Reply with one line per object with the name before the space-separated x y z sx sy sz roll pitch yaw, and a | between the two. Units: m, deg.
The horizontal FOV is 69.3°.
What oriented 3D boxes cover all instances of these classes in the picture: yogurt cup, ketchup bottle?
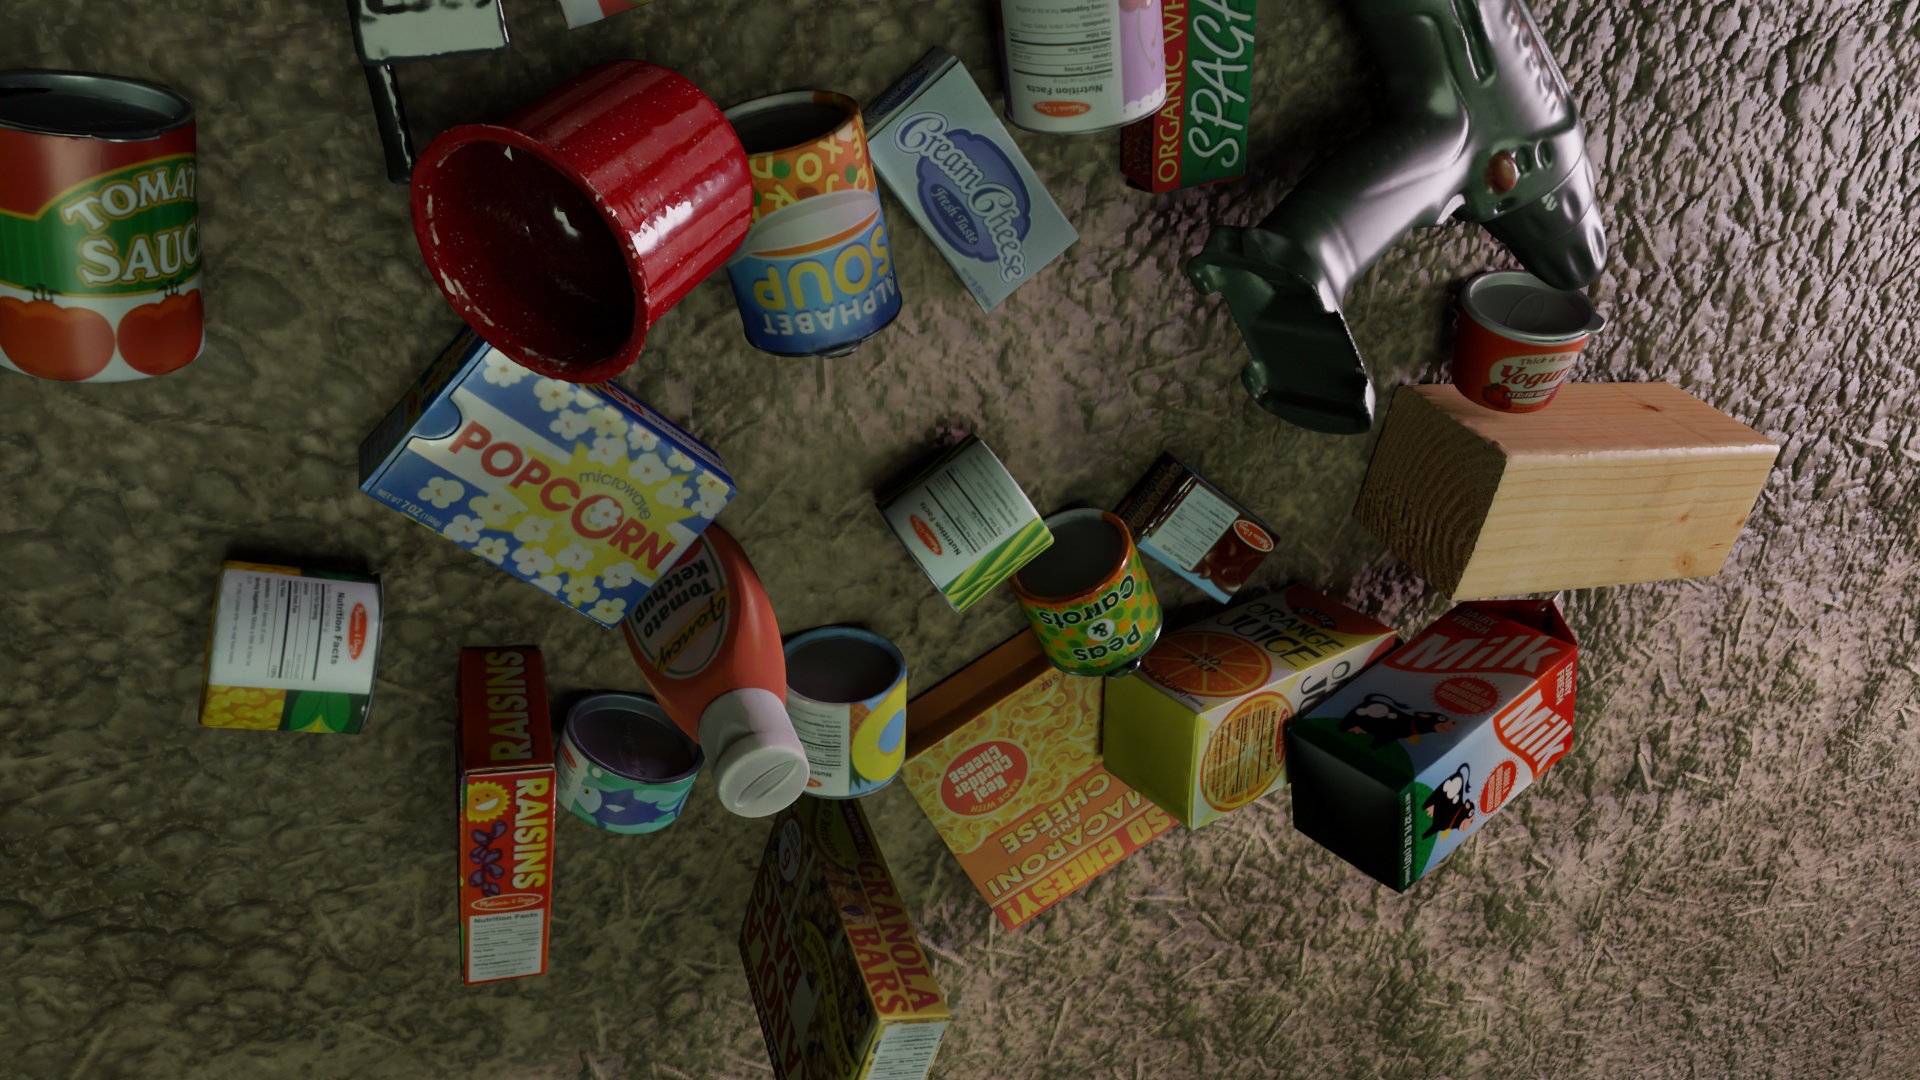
yogurt cup | 0.294 -0.104 0.736 0.072 0.072 0.053 -15 134 -17
ketchup bottle | -0.102 0.054 0.588 0.065 0.149 0.043 -38 131 1

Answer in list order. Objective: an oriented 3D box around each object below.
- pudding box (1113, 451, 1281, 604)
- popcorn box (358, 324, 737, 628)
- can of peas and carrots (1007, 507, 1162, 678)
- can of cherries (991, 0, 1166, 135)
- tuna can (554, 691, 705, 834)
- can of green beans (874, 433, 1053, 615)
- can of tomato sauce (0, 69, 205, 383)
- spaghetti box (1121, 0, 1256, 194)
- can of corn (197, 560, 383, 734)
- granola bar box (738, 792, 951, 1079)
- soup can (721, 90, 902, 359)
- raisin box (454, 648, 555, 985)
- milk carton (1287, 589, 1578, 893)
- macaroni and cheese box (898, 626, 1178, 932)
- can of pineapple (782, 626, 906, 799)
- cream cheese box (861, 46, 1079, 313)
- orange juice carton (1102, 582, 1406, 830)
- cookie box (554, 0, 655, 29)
pudding box | 0.125 -0.005 0.738 0.083 0.030 0.049 30 103 -37
popcorn box | -0.167 -0.028 0.574 0.085 0.038 0.126 -46 129 9
can of peas and carrots | 0.063 0.027 0.703 0.071 0.071 0.058 -31 129 -4
can of cherries | 0.047 -0.201 0.550 0.071 0.072 0.058 -20 127 -13
tuna can | -0.154 0.104 0.649 0.071 0.071 0.032 11 117 -31
can of green beans | 0.002 -0.008 0.652 0.058 0.071 0.071 -37 129 0
can of tomato sauce | -0.282 -0.101 0.450 0.071 0.071 0.082 -1 122 -25
spaghetti box | 0.094 -0.262 0.554 0.050 0.029 0.248 -16 126 -17
can of corn | -0.268 0.044 0.556 0.058 0.071 0.071 8 117 -29
granola bar box | -0.066 0.223 0.707 0.039 0.166 0.123 6 118 -26
soup can | -0.062 -0.123 0.542 0.071 0.071 0.083 -21 128 -12
raisin box | -0.206 0.122 0.623 0.040 0.086 0.122 0 121 -21
milk carton | 0.268 0.097 0.748 0.191 0.073 0.072 -28 125 -27
macaroni and cheese box | 0.042 0.132 0.781 0.124 0.040 0.165 -32 129 -5
can of pineapple | -0.059 0.083 0.684 0.071 0.071 0.057 -10 125 -20
cream cheese box | 0.002 -0.149 0.586 0.053 0.024 0.103 -41 129 3
orange juice carton | 0.174 0.081 0.767 0.193 0.072 0.072 -17 120 -32
cookie box | -0.077 -0.261 0.464 0.168 0.040 0.122 -23 128 -9
